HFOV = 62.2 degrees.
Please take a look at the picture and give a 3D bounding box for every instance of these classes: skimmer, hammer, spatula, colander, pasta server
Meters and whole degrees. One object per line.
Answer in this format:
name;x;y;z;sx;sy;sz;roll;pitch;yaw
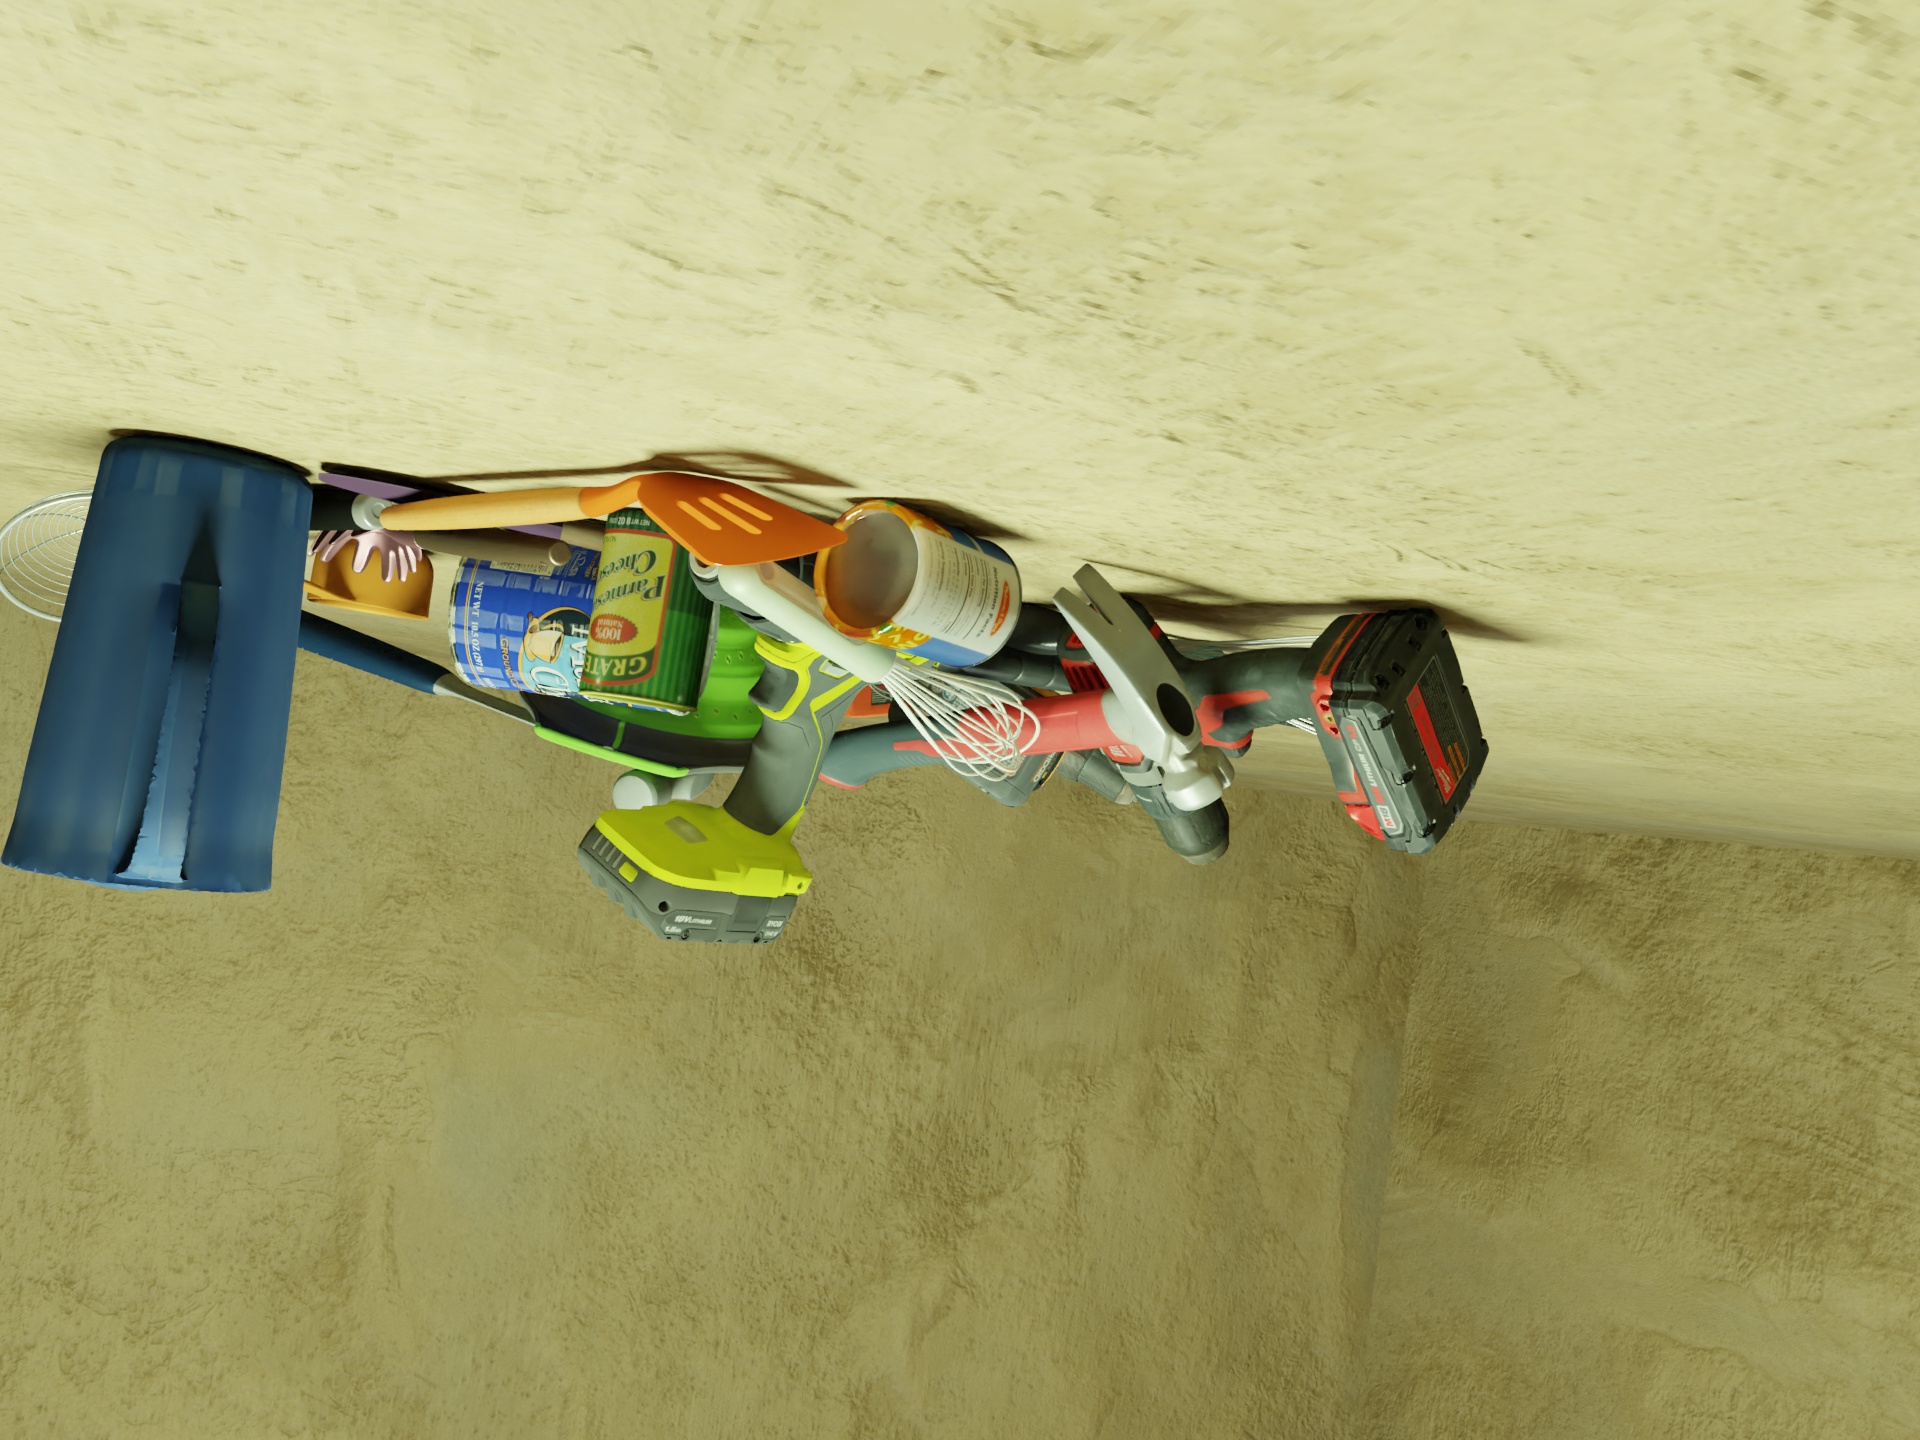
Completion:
skimmer;-0.488;-0.104;1.019;0.363;0.090;0.127;4;166;36
hammer;-0.002;-0.003;0.984;0.143;0.038;0.386;54;151;-17
hammer;0.113;-0.020;1.072;0.408;0.036;0.149;10;-167;-17
spatula;-0.195;-0.097;0.781;0.323;0.041;0.081;3;-164;41
hammer;-0.360;-0.023;1.149;0.405;0.035;0.144;20;-164;15
spatula;-0.207;-0.107;0.927;0.315;0.018;0.060;11;177;-23
colander;-0.188;-0.062;1.205;0.204;0.094;0.397;17;-164;6
pasta server;-0.305;-0.099;0.930;0.060;0.040;0.316;20;175;-40

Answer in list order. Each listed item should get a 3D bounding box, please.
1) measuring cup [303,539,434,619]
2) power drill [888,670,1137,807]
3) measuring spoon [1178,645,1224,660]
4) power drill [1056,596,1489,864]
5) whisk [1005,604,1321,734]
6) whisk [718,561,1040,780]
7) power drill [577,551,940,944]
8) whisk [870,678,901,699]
measuring cup;-0.449;-0.113;1.159;0.095;0.052;0.173;8;175;9
power drill;0.052;0.010;1.197;0.185;0.084;0.226;33;-171;9
measuring spoon;0.130;-0.054;1.062;0.128;0.021;0.042;19;-173;-24
power drill;0.174;0.017;0.901;0.227;0.080;0.187;5;134;44
whisk;0.146;-0.038;0.977;0.285;0.070;0.070;12;178;20
whisk;-0.037;-0.028;0.819;0.059;0.058;0.246;-27;144;24
power drill;-0.111;0.003;0.857;0.080;0.228;0.190;34;-170;31
whisk;0.025;-0.022;1.359;0.238;0.055;0.055;15;174;-24
